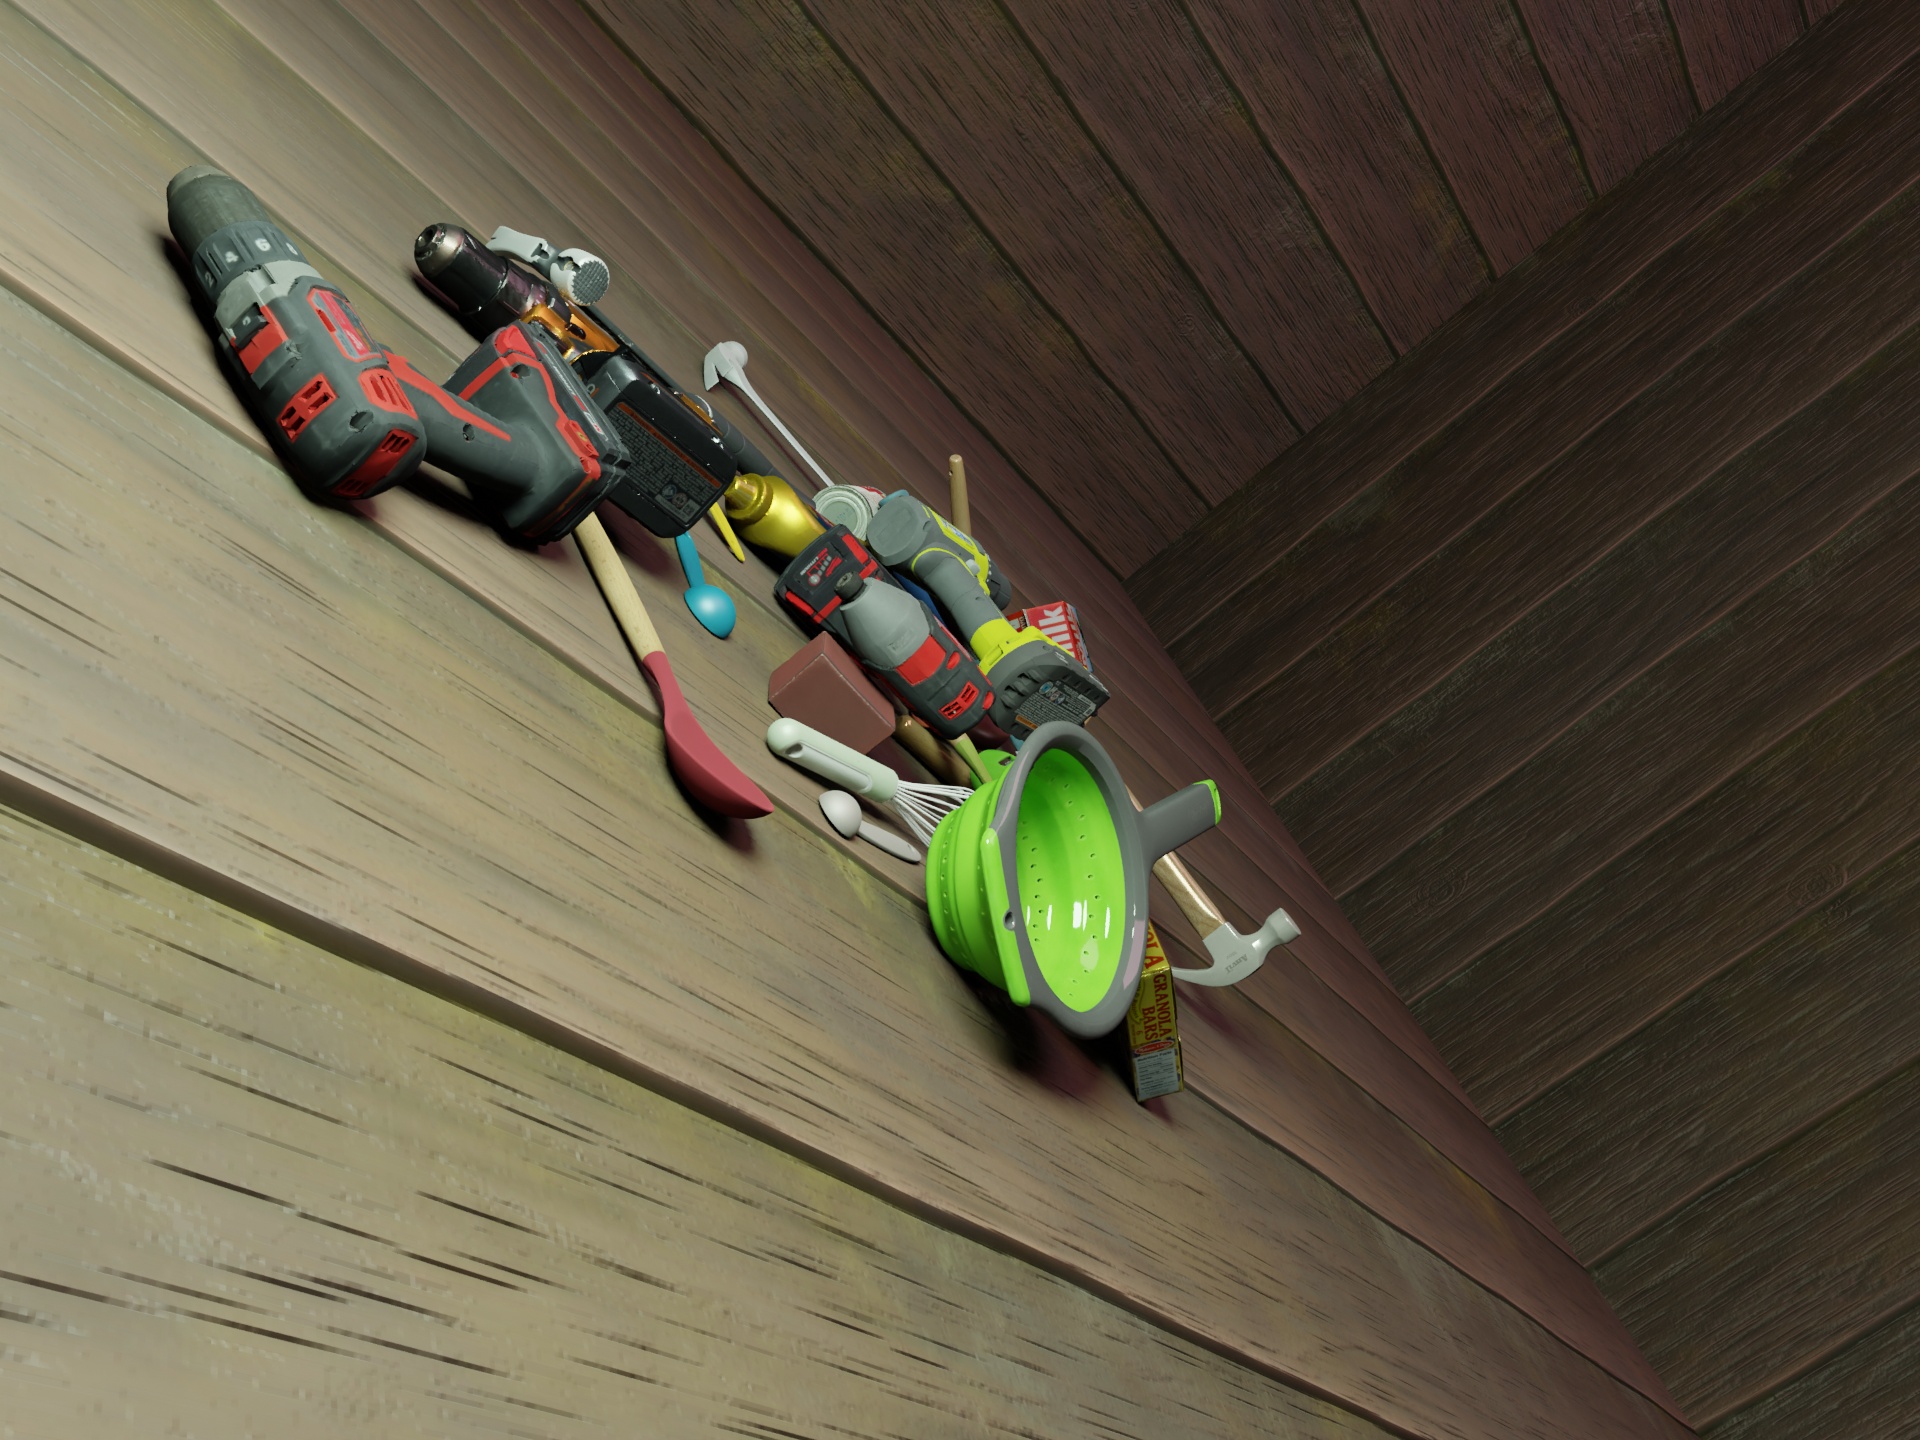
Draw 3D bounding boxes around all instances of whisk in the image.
[{"bbox_3d":[0.032,0.070,1.339,0.244,0.047,0.051,41,16,-27],"label":"whisk"},{"bbox_3d":[-0.048,0.049,1.100,0.246,0.058,0.059,30,33,-48],"label":"whisk"}]

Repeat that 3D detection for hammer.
[{"bbox_3d":[-0.124,-0.230,1.663,0.405,0.035,0.144,49,12,-12],"label":"hammer"},{"bbox_3d":[0.173,0.112,1.525,0.331,0.130,0.031,54,12,19],"label":"hammer"},{"bbox_3d":[0.010,-0.074,1.549,0.331,0.033,0.128,61,10,-12],"label":"hammer"},{"bbox_3d":[-0.235,-0.269,1.311,0.149,0.036,0.408,30,-7,33],"label":"hammer"}]

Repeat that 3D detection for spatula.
[{"bbox_3d":[0.014,-0.133,1.591,0.082,0.044,0.317,42,-30,39],"label":"spatula"}]

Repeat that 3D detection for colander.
[{"bbox_3d":[0.080,0.095,1.114,0.397,0.094,0.204,-17,96,-60],"label":"colander"}]

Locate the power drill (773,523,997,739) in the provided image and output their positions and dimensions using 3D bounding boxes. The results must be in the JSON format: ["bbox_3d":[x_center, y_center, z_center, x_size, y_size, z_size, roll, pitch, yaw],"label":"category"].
[{"bbox_3d":[-0.062,-0.073,1.195,0.143,0.078,0.220,46,-2,-25],"label":"power drill"}]

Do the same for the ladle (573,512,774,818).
[{"bbox_3d":[-0.189,-0.055,0.932,0.316,0.031,0.069,57,11,33],"label":"ladle"}]

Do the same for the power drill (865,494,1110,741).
[{"bbox_3d":[0.029,-0.083,1.380,0.190,0.080,0.229,28,23,-56],"label":"power drill"}]

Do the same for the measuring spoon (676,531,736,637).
[{"bbox_3d":[-0.180,-0.106,1.120,0.042,0.021,0.129,41,17,-42],"label":"measuring spoon"}]

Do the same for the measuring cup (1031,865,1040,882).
[{"bbox_3d":[0.093,0.118,1.299,0.167,0.083,0.038,29,41,-38],"label":"measuring cup"}]

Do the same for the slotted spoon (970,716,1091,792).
[{"bbox_3d":[0.076,0.025,1.407,0.070,0.031,0.314,45,21,3],"label":"slotted spoon"}]

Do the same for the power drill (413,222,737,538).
[{"bbox_3d":[-0.258,-0.231,1.042,0.185,0.084,0.226,39,7,-46],"label":"power drill"}]

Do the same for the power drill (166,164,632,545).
[{"bbox_3d":[-0.293,-0.185,0.828,0.188,0.080,0.226,54,15,14],"label":"power drill"}]

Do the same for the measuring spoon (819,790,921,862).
[{"bbox_3d":[-0.054,0.072,1.068,0.124,0.018,0.034,35,20,-56],"label":"measuring spoon"}]

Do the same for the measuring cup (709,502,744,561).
[{"bbox_3d":[-0.218,-0.187,1.241,0.156,0.029,0.062,61,10,-13],"label":"measuring cup"}]

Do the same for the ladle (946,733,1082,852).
[{"bbox_3d":[-0.002,-0.004,1.275,0.320,0.062,0.078,50,2,39],"label":"ladle"}]
